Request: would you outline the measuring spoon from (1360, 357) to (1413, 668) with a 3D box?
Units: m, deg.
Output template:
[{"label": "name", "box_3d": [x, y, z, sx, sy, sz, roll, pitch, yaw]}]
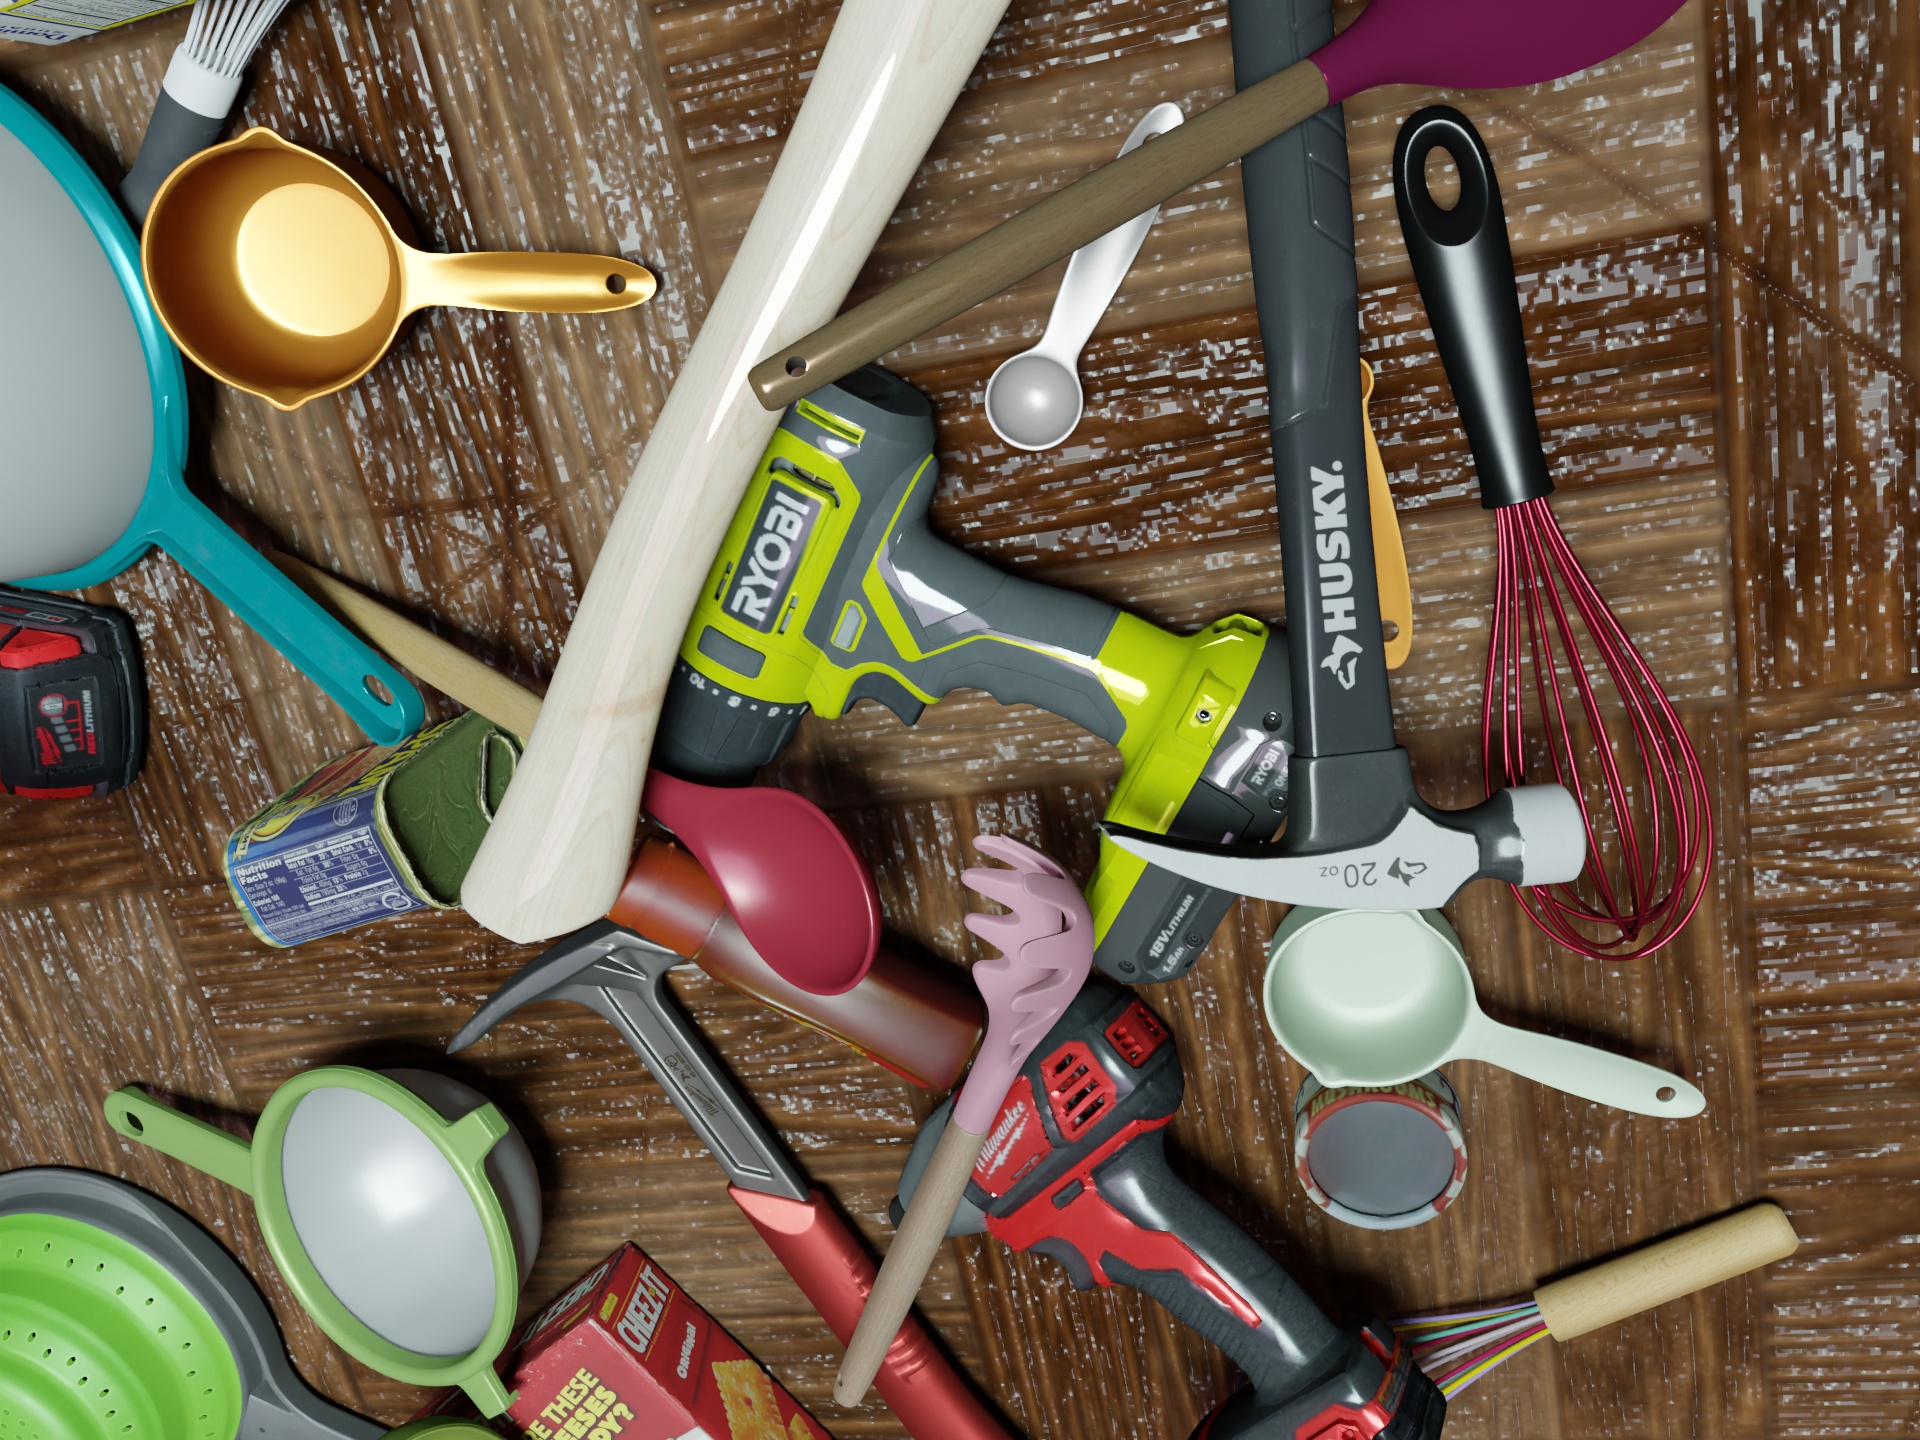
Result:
[{"label": "measuring spoon", "box_3d": [0.143, -0.072, 0.559, 0.021, 0.011, 0.116, -10, 112, 14]}]

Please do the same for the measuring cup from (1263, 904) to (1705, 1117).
[{"label": "measuring cup", "box_3d": [0.197, 0.111, 0.603, 0.167, 0.038, 0.083, 18, 114, 2]}]

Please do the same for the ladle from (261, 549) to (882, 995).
[{"label": "ladle", "box_3d": [-0.152, 0.005, 0.593, 0.315, 0.031, 0.069, 28, 118, 20]}]

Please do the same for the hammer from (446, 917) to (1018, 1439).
[{"label": "hammer", "box_3d": [-0.069, 0.241, 0.709, 0.149, 0.037, 0.359, -29, 102, 21]}]

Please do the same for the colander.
[{"label": "colander", "box_3d": [-0.379, 0.366, 0.790, 0.397, 0.094, 0.204, 23, 114, 3]}]

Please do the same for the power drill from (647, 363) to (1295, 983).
[{"label": "power drill", "box_3d": [-0.001, -0.002, 0.580, 0.228, 0.080, 0.190, 28, 113, 3]}]

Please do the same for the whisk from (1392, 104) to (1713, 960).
[{"label": "whisk", "box_3d": [0.191, -0.056, 0.531, 0.073, 0.073, 0.295, -14, 101, 17]}]

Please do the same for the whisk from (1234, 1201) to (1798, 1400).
[{"label": "whisk", "box_3d": [0.221, 0.256, 0.652, 0.245, 0.047, 0.051, -29, 101, 17]}]

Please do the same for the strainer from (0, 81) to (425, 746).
[{"label": "strainer", "box_3d": [-0.352, -0.092, 0.582, 0.340, 0.095, 0.211, 40, 123, 1]}]

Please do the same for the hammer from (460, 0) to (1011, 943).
[{"label": "hammer", "box_3d": [-0.077, -0.111, 0.496, 0.146, 0.038, 0.410, 26, 106, -7]}]

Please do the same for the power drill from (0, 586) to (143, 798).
[{"label": "power drill", "box_3d": [-0.405, 0.024, 0.589, 0.188, 0.227, 0.080, 11, 113, 8]}]

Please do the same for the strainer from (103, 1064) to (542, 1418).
[{"label": "strainer", "box_3d": [-0.285, 0.203, 0.733, 0.256, 0.069, 0.151, 12, 110, 26]}]

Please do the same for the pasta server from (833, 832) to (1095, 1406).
[{"label": "pasta server", "box_3d": [-0.011, 0.168, 0.601, 0.040, 0.060, 0.316, 4, 127, -23]}]

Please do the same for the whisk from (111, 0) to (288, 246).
[{"label": "whisk", "box_3d": [-0.249, -0.248, 0.547, 0.070, 0.070, 0.284, 38, 118, -5]}]

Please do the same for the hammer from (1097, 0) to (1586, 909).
[{"label": "hammer", "box_3d": [0.103, -0.107, 0.489, 0.146, 0.035, 0.335, -6, 94, -1]}]

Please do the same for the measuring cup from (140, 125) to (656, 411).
[{"label": "measuring cup", "box_3d": [-0.197, -0.163, 0.576, 0.173, 0.052, 0.095, 0, 111, -7]}]

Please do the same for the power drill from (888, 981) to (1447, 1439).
[{"label": "power drill", "box_3d": [0.073, 0.227, 0.631, 0.143, 0.078, 0.220, -43, 79, 22]}]

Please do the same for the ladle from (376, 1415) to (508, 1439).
[{"label": "ladle", "box_3d": [-0.103, 0.352, 0.676, 0.320, 0.062, 0.078, 9, 93, 0]}]

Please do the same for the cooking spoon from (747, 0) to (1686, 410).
[{"label": "cooking spoon", "box_3d": [0.080, -0.171, 0.458, 0.319, 0.017, 0.069, -29, 93, -1]}]

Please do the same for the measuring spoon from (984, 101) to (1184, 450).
[{"label": "measuring spoon", "box_3d": [0.045, -0.152, 0.547, 0.034, 0.018, 0.124, 25, 107, -6]}]
